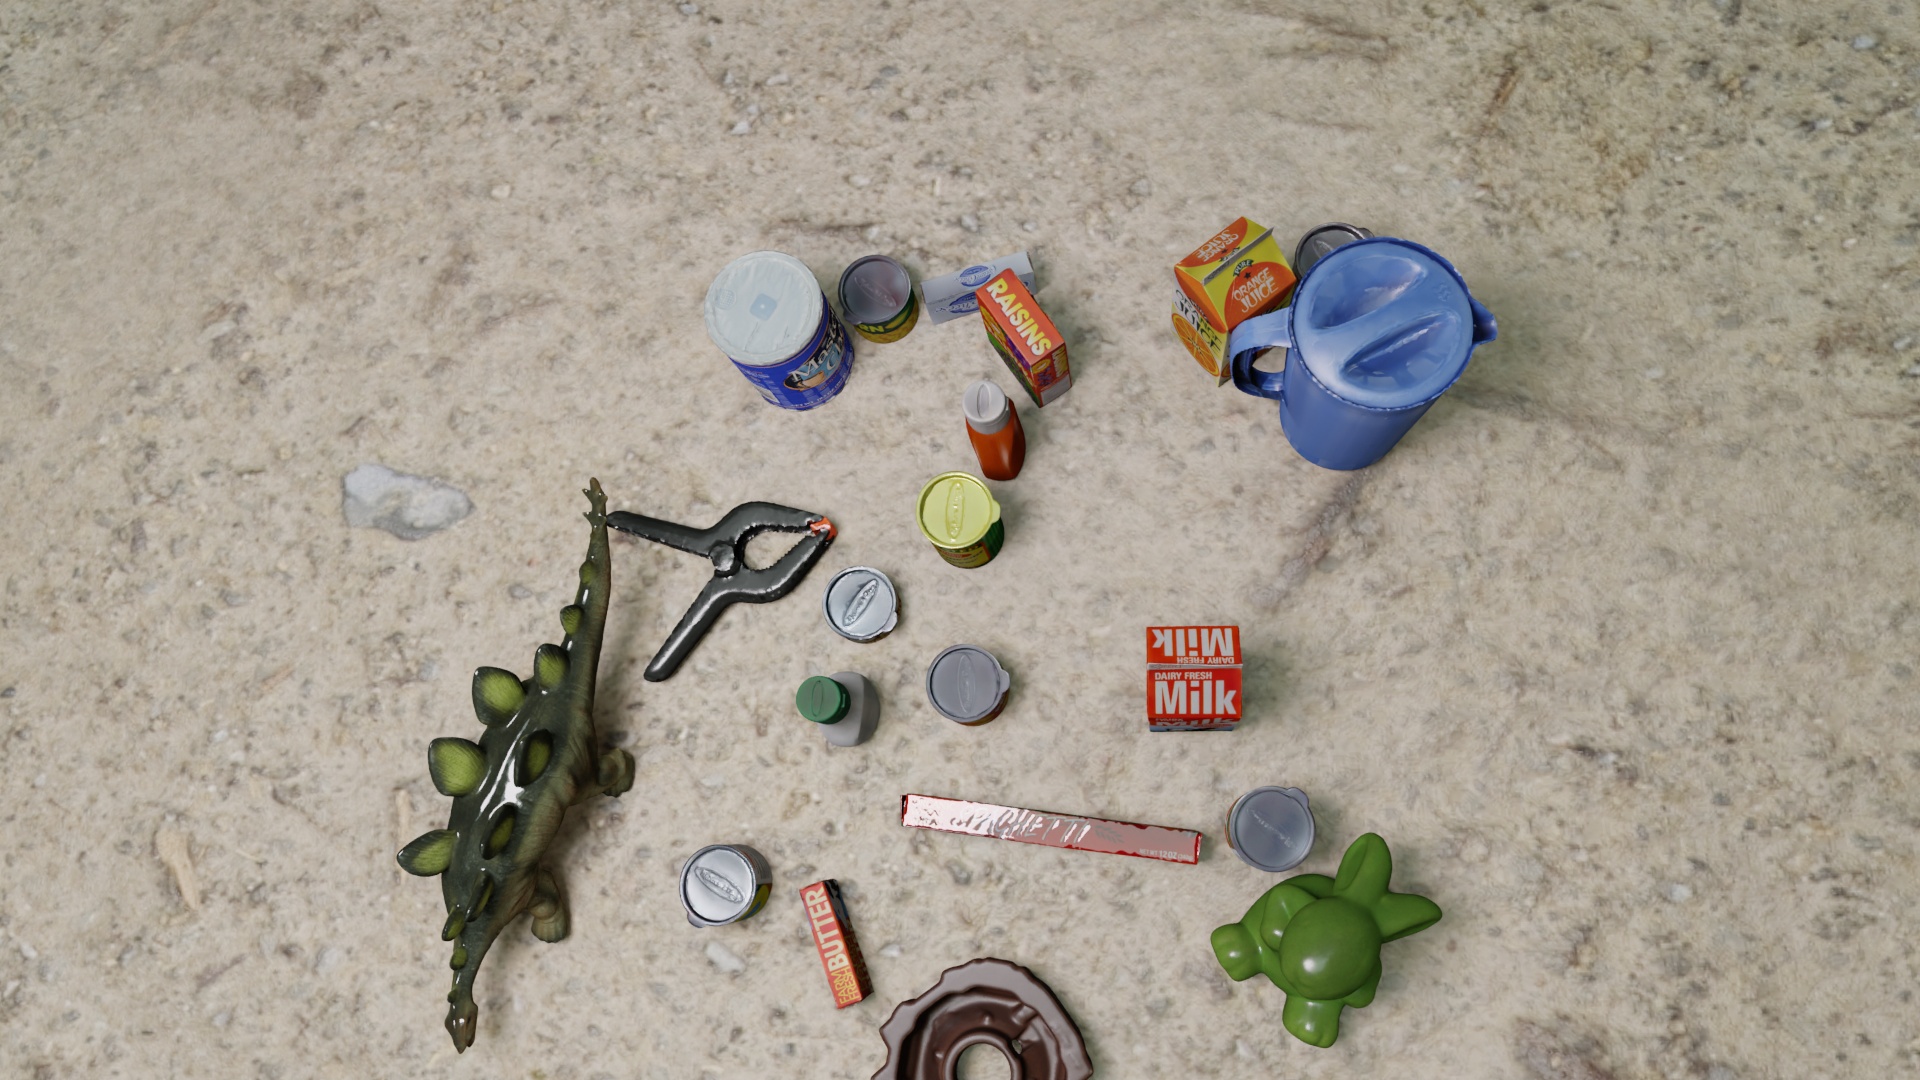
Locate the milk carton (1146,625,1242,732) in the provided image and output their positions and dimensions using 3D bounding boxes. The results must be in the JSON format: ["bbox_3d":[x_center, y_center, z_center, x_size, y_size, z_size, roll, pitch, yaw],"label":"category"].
[{"bbox_3d":[0.184,0.110,1.102,0.072,0.190,0.073,-1,78,7],"label":"milk carton"}]

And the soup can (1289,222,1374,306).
[{"bbox_3d":[0.324,-0.232,1.215,0.071,0.083,0.071,-1,78,7],"label":"soup can"}]

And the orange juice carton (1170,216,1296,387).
[{"bbox_3d":[0.227,-0.204,1.165,0.072,0.192,0.073,-36,76,-1],"label":"orange juice carton"}]

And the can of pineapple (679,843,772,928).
[{"bbox_3d":[-0.200,0.292,1.179,0.071,0.057,0.071,-1,78,7],"label":"can of pineapple"}]

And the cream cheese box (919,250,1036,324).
[{"bbox_3d":[0.017,-0.231,1.269,0.104,0.053,0.024,-17,77,3],"label":"cream cheese box"}]

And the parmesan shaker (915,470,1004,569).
[{"bbox_3d":[0.004,-0.015,1.198,0.071,0.103,0.071,-2,78,7],"label":"parmesan shaker"}]

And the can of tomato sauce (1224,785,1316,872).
[{"bbox_3d":[0.249,0.231,1.122,0.071,0.083,0.071,-1,78,7],"label":"can of tomato sauce"}]

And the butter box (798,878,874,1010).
[{"bbox_3d":[-0.103,0.335,1.160,0.024,0.053,0.103,-22,76,2],"label":"butter box"}]

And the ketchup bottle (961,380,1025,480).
[{"bbox_3d":[0.029,-0.098,1.189,0.043,0.148,0.065,0,78,7],"label":"ketchup bottle"}]

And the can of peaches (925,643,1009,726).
[{"bbox_3d":[0.010,0.125,1.189,0.071,0.058,0.071,-1,78,7],"label":"can of peaches"}]

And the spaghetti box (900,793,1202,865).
[{"bbox_3d":[0.074,0.240,1.160,0.250,0.050,0.029,6,79,8],"label":"spaghetti box"}]

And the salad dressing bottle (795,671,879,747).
[{"bbox_3d":[-0.102,0.137,1.154,0.044,0.147,0.064,3,79,8],"label":"salad dressing bottle"}]

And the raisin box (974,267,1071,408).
[{"bbox_3d":[0.057,-0.175,1.216,0.040,0.123,0.086,-34,76,-1],"label":"raisin box"}]

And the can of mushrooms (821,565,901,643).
[{"bbox_3d":[-0.085,0.059,1.228,0.071,0.033,0.071,-1,78,7],"label":"can of mushrooms"}]

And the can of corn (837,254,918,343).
[{"bbox_3d":[-0.076,-0.218,1.276,0.071,0.058,0.071,-1,78,7],"label":"can of corn"}]
